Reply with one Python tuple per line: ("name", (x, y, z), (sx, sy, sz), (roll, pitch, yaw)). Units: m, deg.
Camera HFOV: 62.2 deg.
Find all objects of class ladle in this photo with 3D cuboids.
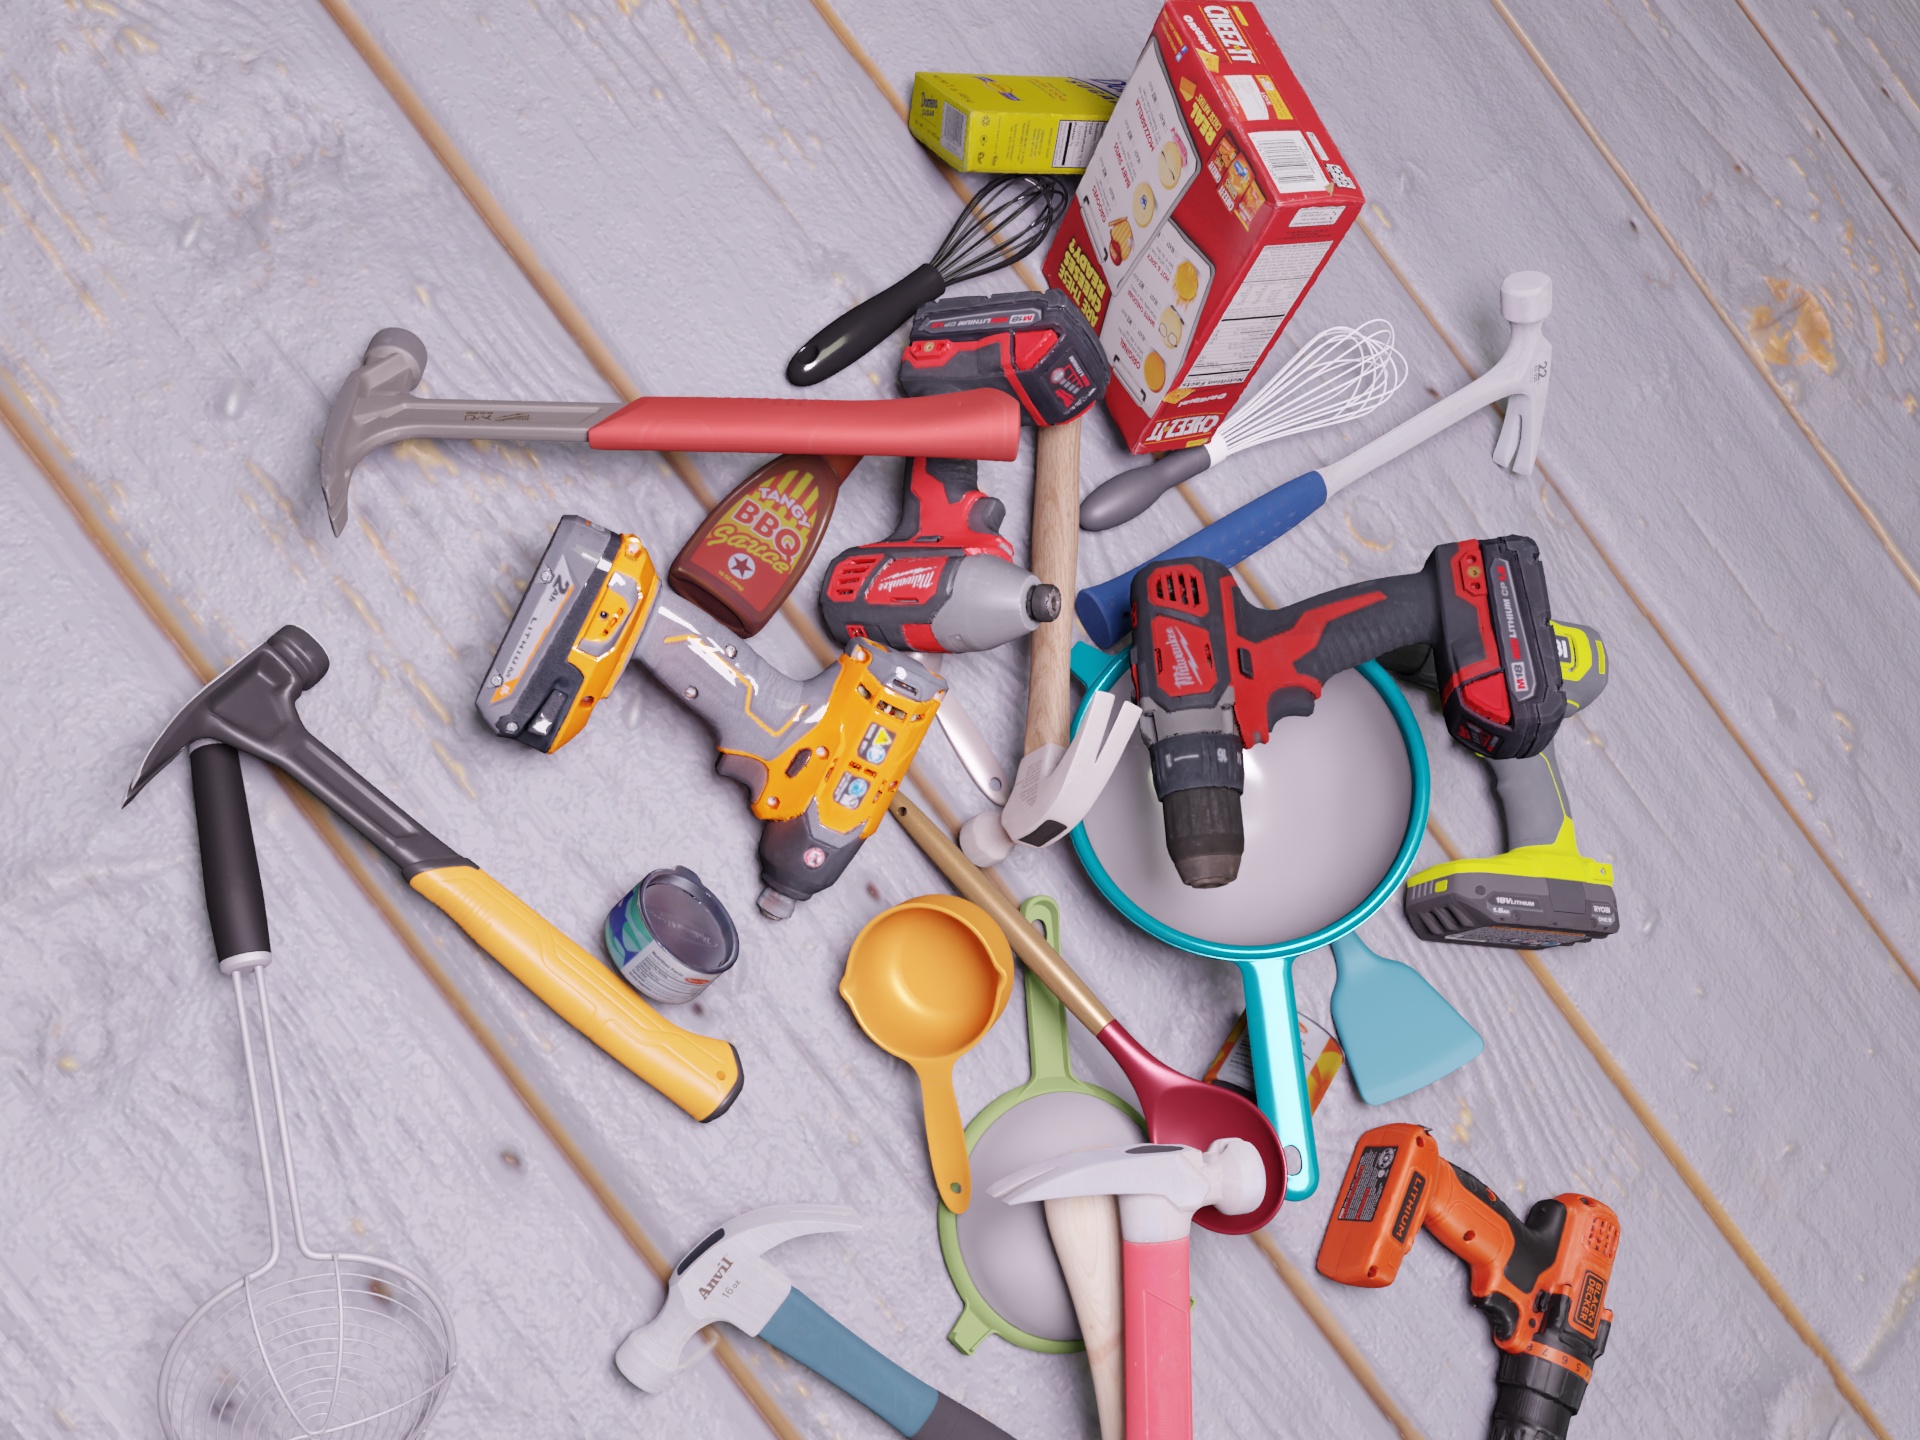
("ladle", (0.062, 0.153, 0.889), (0.069, 0.031, 0.315), (-45, 73, 5))

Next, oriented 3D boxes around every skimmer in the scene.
("skimmer", (-0.334, 0.183, 0.769), (0.127, 0.090, 0.363), (-10, 70, -21))

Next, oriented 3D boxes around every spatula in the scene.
("spatula", (0.219, 0.082, 1.009), (0.082, 0.044, 0.317), (-27, 85, 2))

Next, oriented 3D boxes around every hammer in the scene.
("hammer", (-0.147, -0.153, 0.847), (0.359, 0.036, 0.149), (0, 46, -6))
("hammer", (0.057, -0.082, 0.957), (0.031, 0.130, 0.332), (20, 59, -28))
("hammer", (0.249, -0.155, 1.066), (0.405, 0.035, 0.143), (-31, 130, -19))
("hammer", (-0.011, 0.373, 0.836), (0.331, 0.033, 0.128), (39, 82, -11))
("hammer", (-0.249, 0.097, 0.806), (0.336, 0.034, 0.127), (41, 40, -11))
("hammer", (0.086, 0.408, 0.786), (0.143, 0.038, 0.386), (0, 86, -21))
("hammer", (0.103, 0.429, 0.831), (0.146, 0.038, 0.410), (-5, 89, -21))

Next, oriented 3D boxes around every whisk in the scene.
("whisk", (0.190, -0.196, 1.067), (0.284, 0.070, 0.070), (-31, 89, -21))
("whisk", (-0.021, -0.282, 1.012), (0.239, 0.055, 0.055), (-41, 93, -21))

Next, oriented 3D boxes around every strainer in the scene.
("strainer", (0.173, 0.106, 0.942), (0.211, 0.095, 0.340), (-6, 74, 5))
("strainer", (0.064, 0.224, 0.895), (0.151, 0.069, 0.256), (0, 77, -22))

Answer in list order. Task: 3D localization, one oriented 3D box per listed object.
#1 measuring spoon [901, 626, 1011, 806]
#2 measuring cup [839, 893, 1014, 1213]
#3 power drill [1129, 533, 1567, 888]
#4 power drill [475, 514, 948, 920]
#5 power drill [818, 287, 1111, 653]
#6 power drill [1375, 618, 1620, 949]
("measuring spoon", (-0.002, -0.003, 0.957), (0.034, 0.018, 0.124), (-31, 90, -26))
("measuring cup", (-0.008, 0.181, 0.882), (0.095, 0.052, 0.173), (-7, 94, 16))
("power drill", (0.209, -0.008, 0.883), (0.226, 0.080, 0.188), (-6, 73, 8))
("power drill", (-0.139, 0.003, 0.857), (0.226, 0.084, 0.164), (25, 94, -17))
("power drill", (0.011, -0.140, 0.935), (0.078, 0.143, 0.220), (45, 55, -52))
("power drill", (0.348, 0.030, 1.059), (0.190, 0.080, 0.229), (7, 71, -20))
